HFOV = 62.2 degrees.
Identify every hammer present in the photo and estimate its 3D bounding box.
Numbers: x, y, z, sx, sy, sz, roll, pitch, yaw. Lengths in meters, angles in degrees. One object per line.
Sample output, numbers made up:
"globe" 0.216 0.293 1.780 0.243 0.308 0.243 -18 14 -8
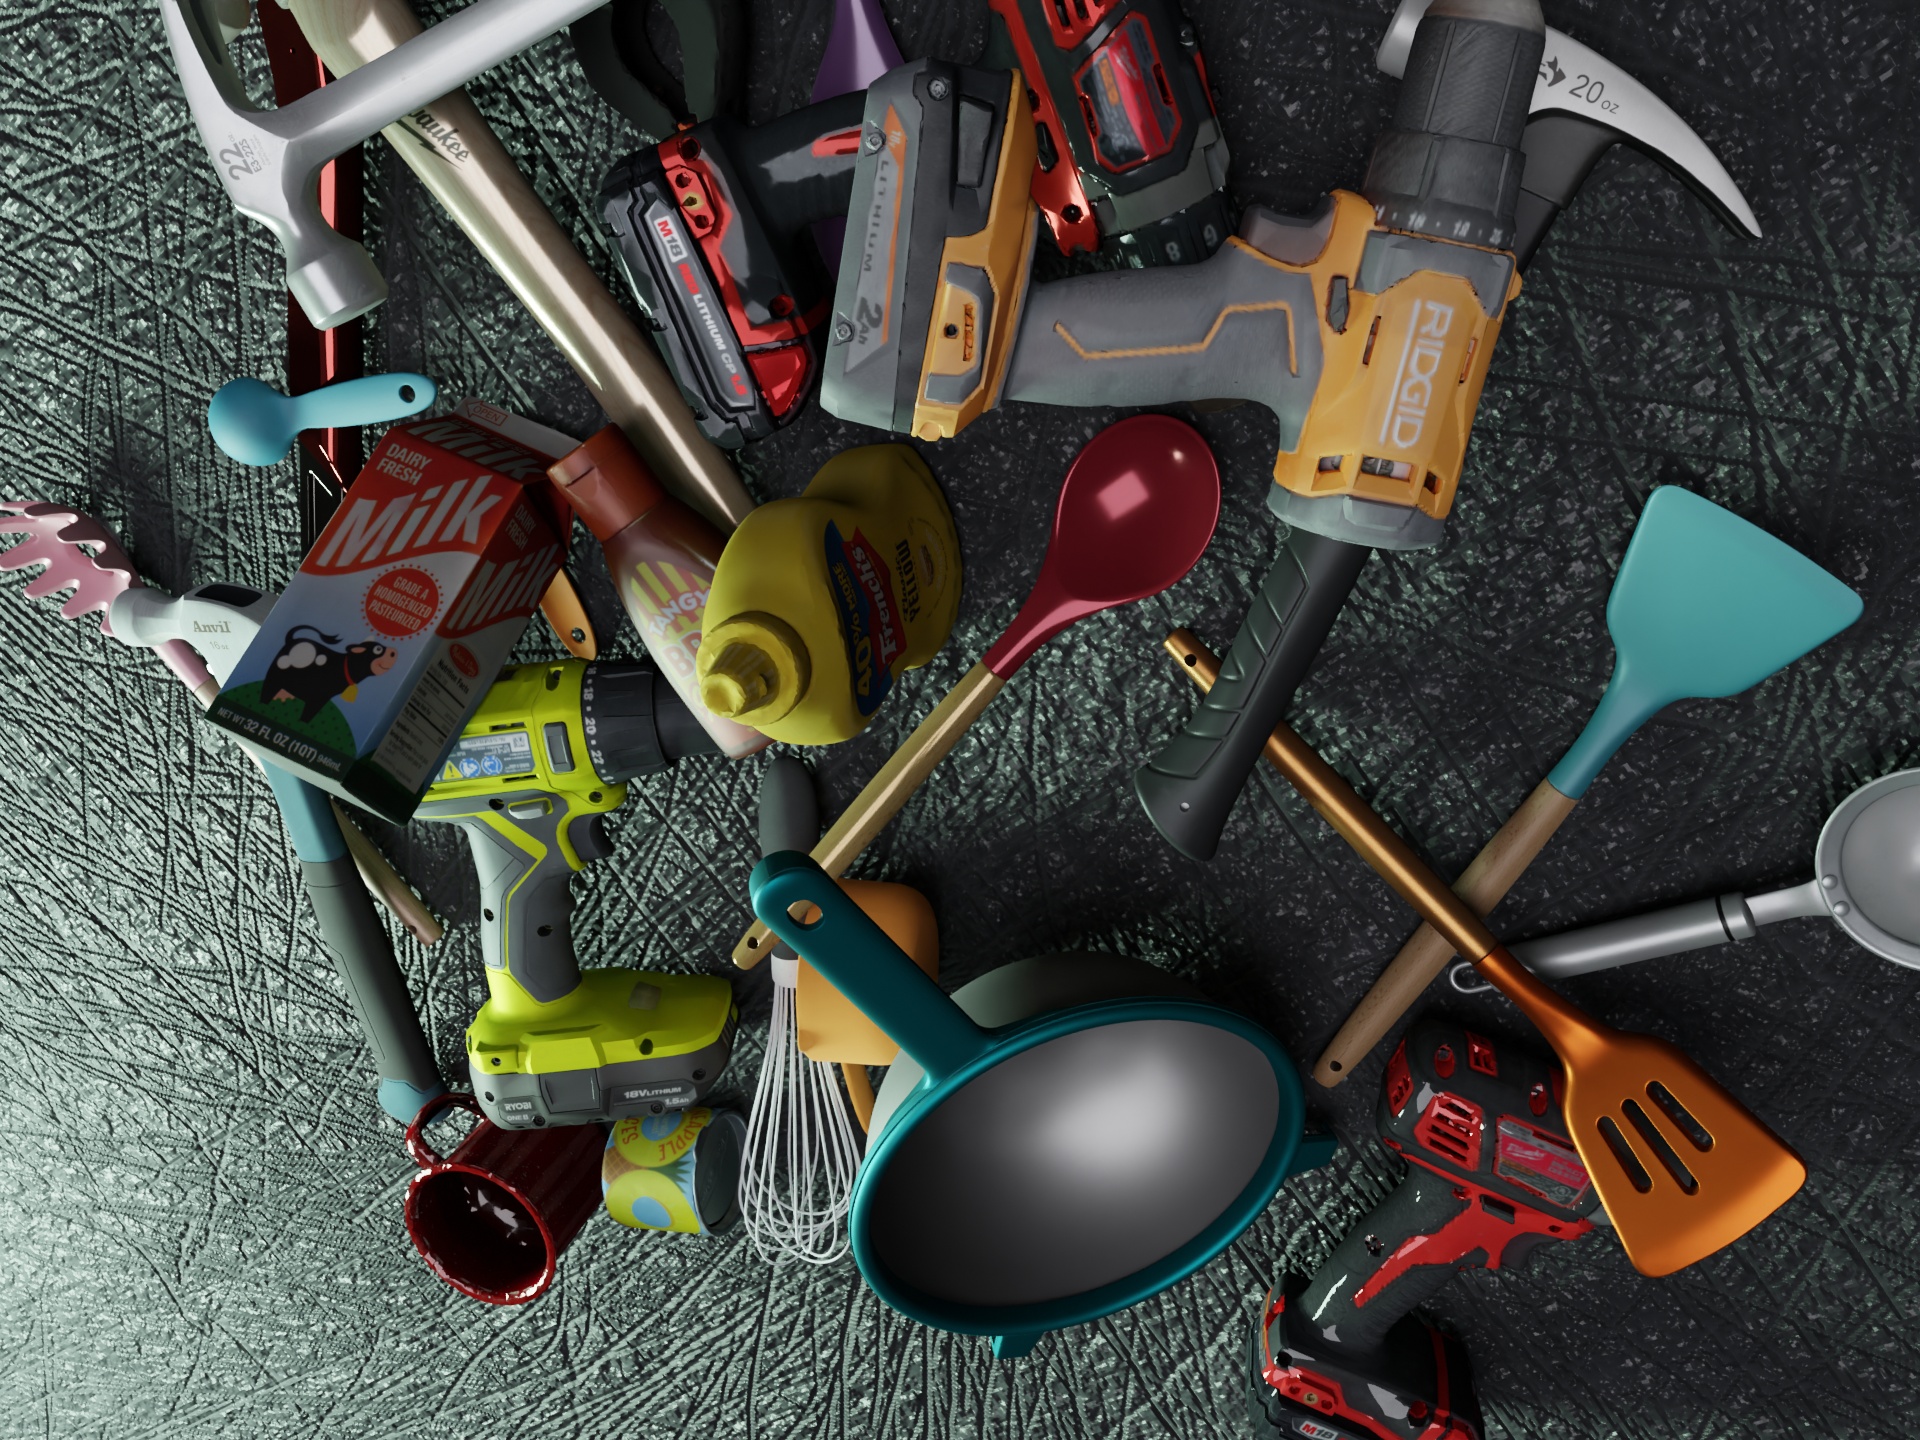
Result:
"hammer" -0.156 -0.178 0.677 0.146 0.038 0.410 -28 107 23
"hammer" -0.108 -0.295 0.582 0.405 0.035 0.144 -23 110 12
"hammer" -0.293 -0.157 0.755 0.149 0.037 0.358 17 116 12
"hammer" 0.160 -0.088 0.612 0.146 0.035 0.334 27 111 6
"hammer" -0.335 0.081 0.845 0.128 0.033 0.330 2 120 20

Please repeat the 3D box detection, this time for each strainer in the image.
"strainer" 0.321 0.075 0.641 0.258 0.050 0.087 -21 98 31
"strainer" 0.010 0.138 0.691 0.211 0.095 0.340 -35 127 7

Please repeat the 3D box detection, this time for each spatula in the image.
"spatula" 0.231 0.049 0.658 0.082 0.044 0.317 36 120 13
"spatula" -0.047 -0.318 0.614 0.060 0.018 0.315 2 113 19
"spatula" 0.197 0.080 0.654 0.323 0.041 0.081 47 117 9

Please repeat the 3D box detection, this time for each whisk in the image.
"whisk" -0.082 0.153 0.805 0.070 0.070 0.284 6 109 16

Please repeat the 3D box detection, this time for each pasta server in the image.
"pasta server" -0.394 0.005 0.856 0.060 0.040 0.316 -34 99 38

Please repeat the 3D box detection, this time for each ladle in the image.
"ladle" -0.001 -0.002 0.690 0.069 0.031 0.315 46 106 16

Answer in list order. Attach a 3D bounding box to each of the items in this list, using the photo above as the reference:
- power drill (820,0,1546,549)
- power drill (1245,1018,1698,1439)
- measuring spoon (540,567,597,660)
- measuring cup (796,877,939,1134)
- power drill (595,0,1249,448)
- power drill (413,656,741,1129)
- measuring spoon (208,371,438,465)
"power drill" 0.078 -0.165 0.535 0.226 0.084 0.185 10 109 -4
"power drill" 0.229 0.249 0.724 0.143 0.078 0.219 22 114 2
"measuring spoon" -0.204 -0.081 0.773 0.021 0.011 0.116 -16 109 21
"measuring cup" -0.035 0.151 0.781 0.052 0.095 0.173 1 130 13
"power drill" -0.002 -0.180 0.615 0.226 0.080 0.187 -19 112 14
"power drill" -0.180 0.078 0.784 0.190 0.080 0.228 -7 109 3
"measuring spoon" -0.296 -0.141 0.729 0.128 0.021 0.042 -5 111 22
